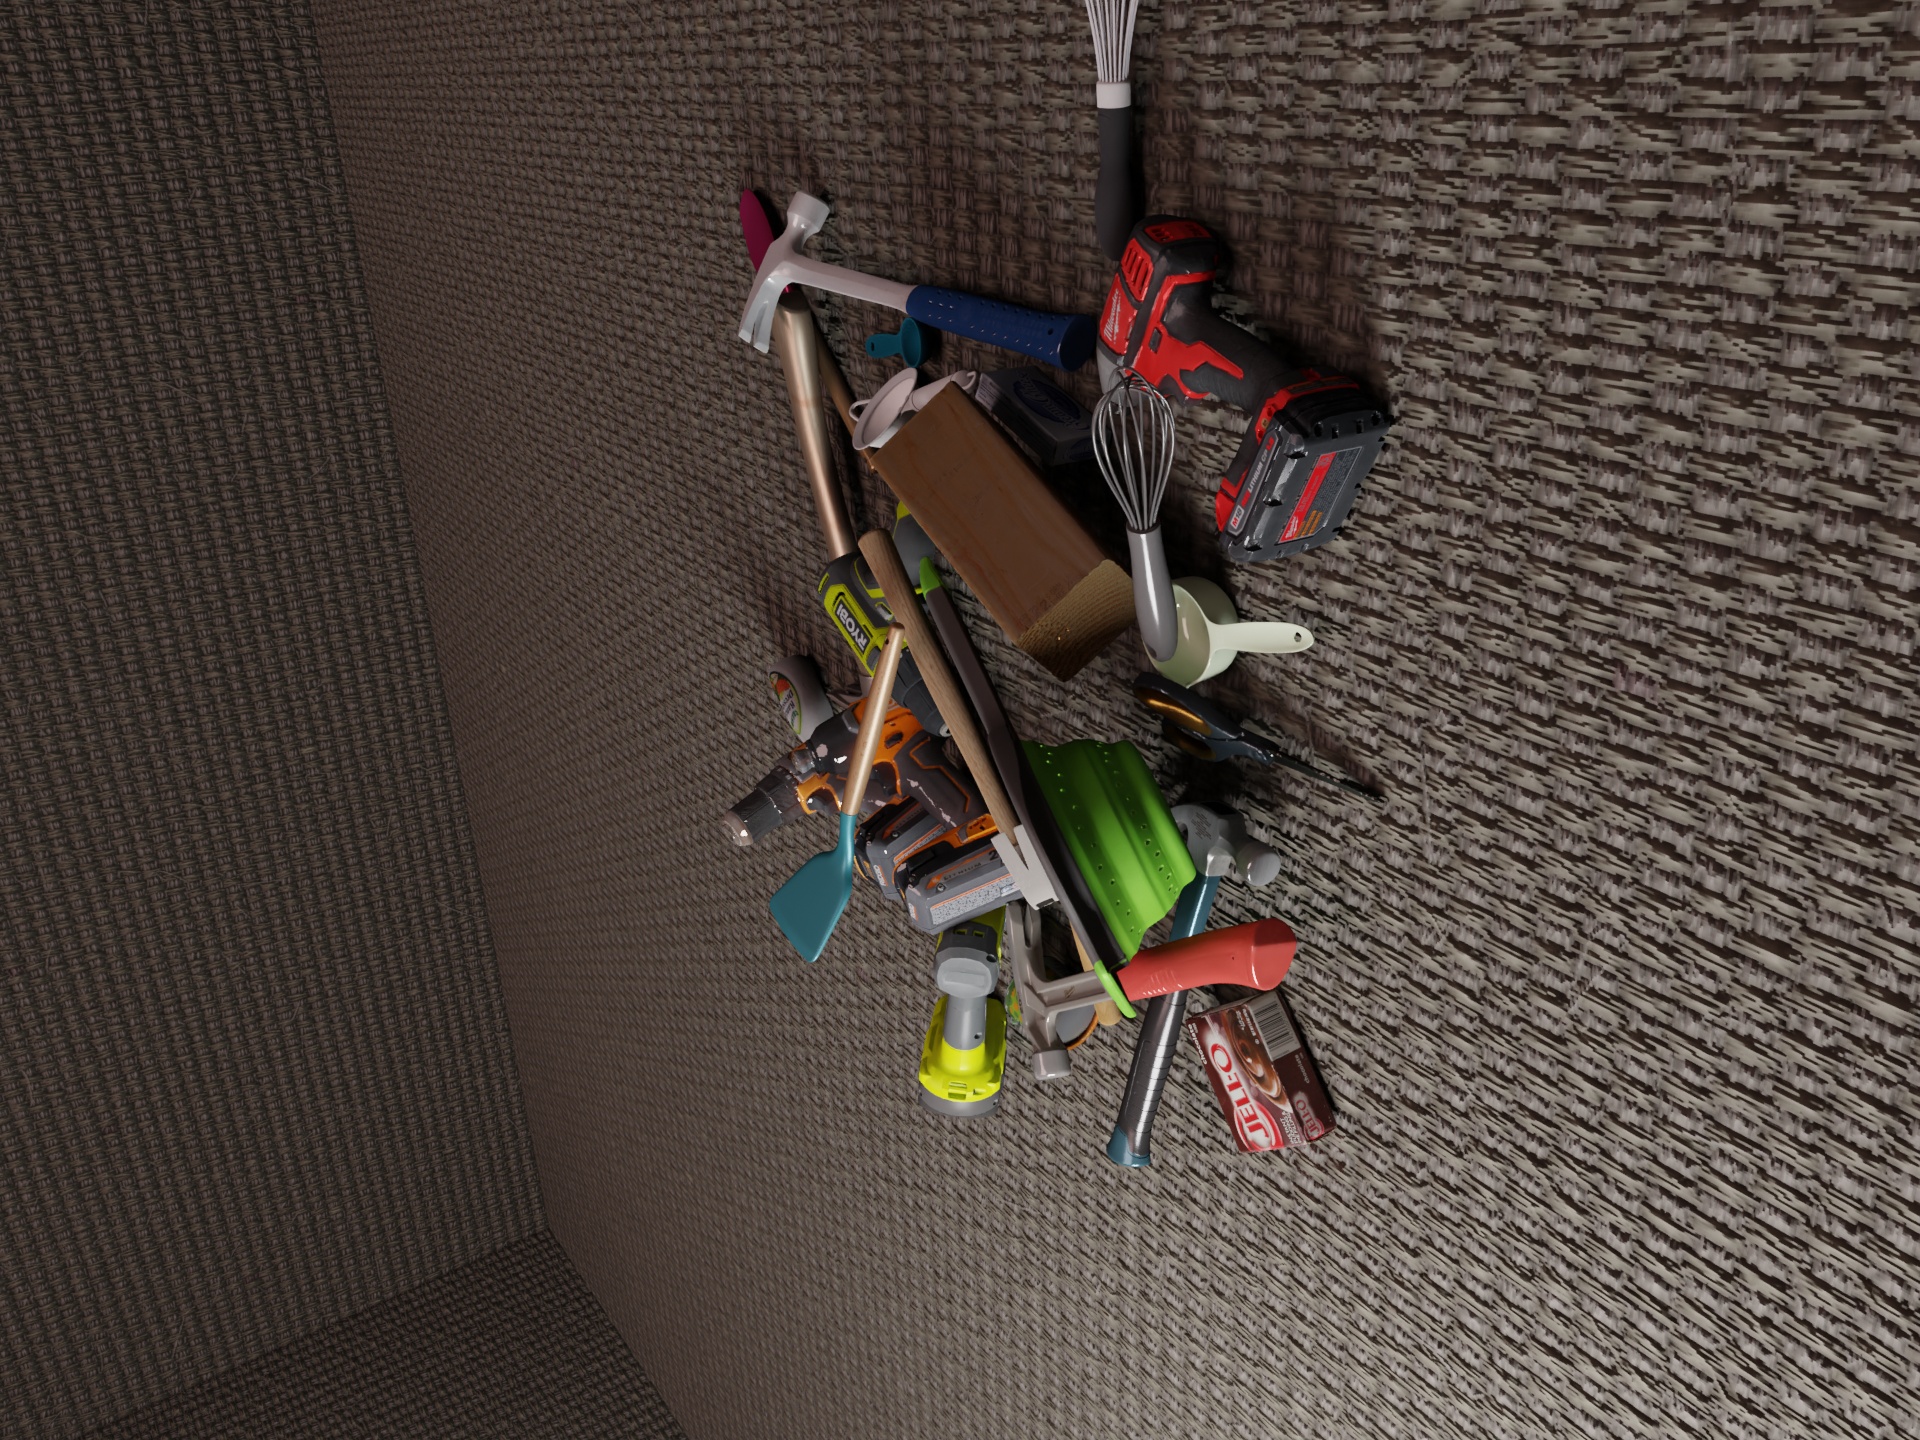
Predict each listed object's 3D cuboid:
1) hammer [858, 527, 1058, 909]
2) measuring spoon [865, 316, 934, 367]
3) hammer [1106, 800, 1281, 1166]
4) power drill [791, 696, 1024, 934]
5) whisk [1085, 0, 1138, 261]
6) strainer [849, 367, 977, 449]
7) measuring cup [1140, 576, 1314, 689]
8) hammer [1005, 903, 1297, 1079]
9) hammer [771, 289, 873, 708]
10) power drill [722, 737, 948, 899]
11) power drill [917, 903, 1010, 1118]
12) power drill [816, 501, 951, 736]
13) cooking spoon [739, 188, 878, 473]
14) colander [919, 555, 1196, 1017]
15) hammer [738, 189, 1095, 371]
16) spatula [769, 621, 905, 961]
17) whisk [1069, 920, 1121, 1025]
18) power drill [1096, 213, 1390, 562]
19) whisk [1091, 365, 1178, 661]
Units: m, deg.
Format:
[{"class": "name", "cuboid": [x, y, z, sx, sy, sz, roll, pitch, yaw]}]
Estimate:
[{"class": "hammer", "cuboid": [-0.002, -0.004, 1.266, 0.331, 0.031, 0.130, 64, -178, 9]}, {"class": "measuring spoon", "cuboid": [-0.051, -0.328, 1.382, 0.129, 0.021, 0.042, -157, 59, -64]}, {"class": "hammer", "cuboid": [0.162, 0.211, 1.226, 0.128, 0.033, 0.330, -131, 46, -54]}, {"class": "power drill", "cuboid": [-0.042, 0.069, 1.394, 0.084, 0.164, 0.227, 83, 162, -56]}, {"class": "whisk", "cuboid": [0.098, -0.442, 1.035, 0.070, 0.070, 0.284, 34, 137, 47]}, {"class": "strainer", "cuboid": [-0.034, -0.262, 1.320, 0.050, 0.087, 0.258, 33, 171, -19]}, {"class": "measuring cup", "cuboid": [0.191, -0.062, 1.096, 0.168, 0.038, 0.083, 7, 111, 56]}, {"class": "hammer", "cuboid": [0.133, 0.184, 1.207, 0.359, 0.036, 0.149, -34, 62, 61]}, {"class": "hammer", "cuboid": [-0.127, -0.200, 1.523, 0.146, 0.038, 0.410, 13, 120, 58]}, {"class": "power drill", "cuboid": [-0.109, 0.088, 1.523, 0.226, 0.185, 0.084, 30, 147, 46]}, {"class": "power drill", "cuboid": [0.010, 0.241, 1.468, 0.171, 0.080, 0.223, -78, -7, -56]}, {"class": "power drill", "cuboid": [-0.026, -0.115, 1.350, 0.191, 0.080, 0.228, 55, 137, 24]}, {"class": "cooking spoon", "cuboid": [-0.143, -0.368, 1.503, 0.319, 0.017, 0.068, 64, 154, 15]}, {"class": "colander", "cuboid": [0.075, 0.016, 1.167, 0.398, 0.094, 0.204, 66, -176, 30]}, {"class": "hammer", "cuboid": [-0.045, -0.339, 1.297, 0.406, 0.035, 0.144, 29, 93, 44]}, {"class": "spatula", "cuboid": [-0.095, 0.056, 1.313, 0.082, 0.044, 0.317, 47, 133, 40]}, {"class": "whisk", "cuboid": [0.099, 0.145, 1.360, 0.047, 0.051, 0.245, -148, 40, -76]}, {"class": "power drill", "cuboid": [0.164, -0.210, 1.027, 0.220, 0.078, 0.143, 56, 146, 31]}, {"class": "whisk", "cuboid": [0.123, -0.127, 1.045, 0.055, 0.055, 0.238, 42, 157, 41]}]
